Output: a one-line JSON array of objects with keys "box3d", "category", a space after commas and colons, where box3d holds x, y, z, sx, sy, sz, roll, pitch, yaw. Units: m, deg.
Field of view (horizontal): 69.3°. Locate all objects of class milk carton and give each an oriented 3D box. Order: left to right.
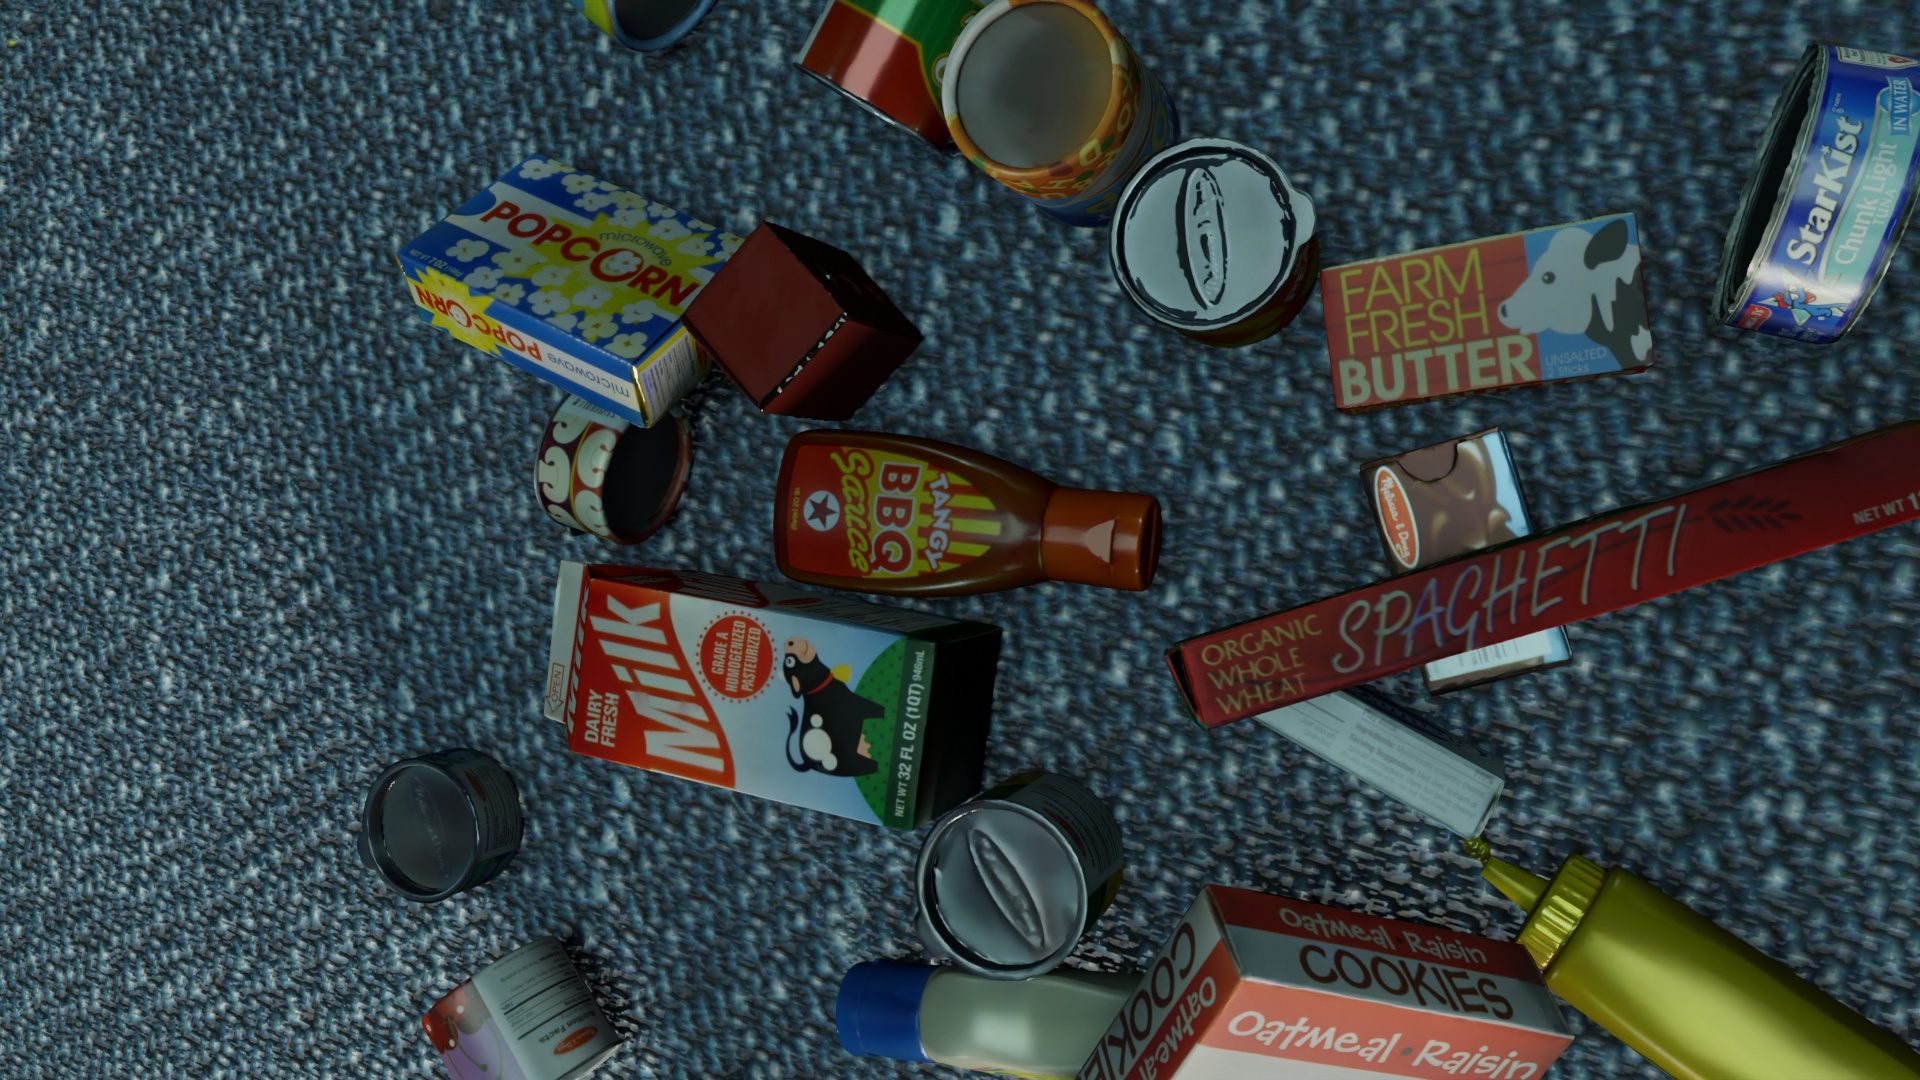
[{"box3d": [-0.087, 0.056, 0.559, 0.190, 0.073, 0.072, 10, 95, 21], "category": "milk carton"}]

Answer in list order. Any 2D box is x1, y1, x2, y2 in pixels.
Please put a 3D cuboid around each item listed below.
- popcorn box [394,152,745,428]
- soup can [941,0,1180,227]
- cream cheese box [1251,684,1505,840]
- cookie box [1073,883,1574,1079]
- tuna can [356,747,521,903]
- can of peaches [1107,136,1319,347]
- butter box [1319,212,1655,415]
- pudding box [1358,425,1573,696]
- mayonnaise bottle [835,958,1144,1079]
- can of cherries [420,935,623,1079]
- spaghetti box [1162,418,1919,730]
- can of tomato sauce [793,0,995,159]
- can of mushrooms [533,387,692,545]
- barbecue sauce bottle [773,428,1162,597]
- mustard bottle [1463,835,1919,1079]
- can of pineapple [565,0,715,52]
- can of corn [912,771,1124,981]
[{"box3d": [-0.153, -0.106, 0.575, 0.127, 0.085, 0.038, 25, 144, 19], "category": "popcorn box"}, {"box3d": [0.040, -0.152, 0.501, 0.071, 0.084, 0.071, 1, 92, 21], "category": "soup can"}, {"box3d": [0.136, 0.064, 0.484, 0.104, 0.053, 0.024, 29, 100, 18], "category": "cream cheese box"}, {"box3d": [0.098, 0.191, 0.453, 0.123, 0.040, 0.166, 16, 118, -20], "category": "cookie box"}, {"box3d": [-0.240, 0.131, 0.641, 0.071, 0.033, 0.071, 0, 91, 21], "category": "tuna can"}, {"box3d": [0.094, -0.104, 0.495, 0.071, 0.058, 0.071, 0, 91, 21], "category": "can of peaches"}, {"box3d": [0.180, -0.077, 0.481, 0.103, 0.024, 0.053, -8, 88, 21], "category": "butter box"}, {"box3d": [0.175, 0.007, 0.481, 0.049, 0.030, 0.083, -18, 85, 22], "category": "pudding box"}, {"box3d": [0.025, 0.182, 0.526, 0.148, 0.064, 0.041, -5, 71, 25], "category": "mayonnaise bottle"}, {"box3d": [-0.193, 0.217, 0.606, 0.071, 0.071, 0.058, -41, 77, 17], "category": "can of cherries"}, {"box3d": [0.186, 0.010, 0.433, 0.250, 0.050, 0.028, -17, 84, 5], "category": "spaghetti box"}, {"box3d": [-0.014, -0.200, 0.531, 0.071, 0.071, 0.083, 34, 102, 17], "category": "can of tomato sauce"}, {"box3d": [-0.144, -0.031, 0.584, 0.033, 0.071, 0.071, 17, 97, 19], "category": "can of mushrooms"}, {"box3d": [0.002, -0.007, 0.540, 0.148, 0.044, 0.065, 7, 93, 20], "category": "barbecue sauce bottle"}, {"box3d": [0.233, 0.145, 0.447, 0.160, 0.065, 0.048, 34, 97, 24], "category": "mustard bottle"}, {"box3d": [-0.140, -0.246, 0.579, 0.058, 0.071, 0.071, 41, 105, 15], "category": "can of pineapple"}, {"box3d": [0.022, 0.126, 0.526, 0.071, 0.058, 0.071, 1, 92, 21], "category": "can of corn"}]
